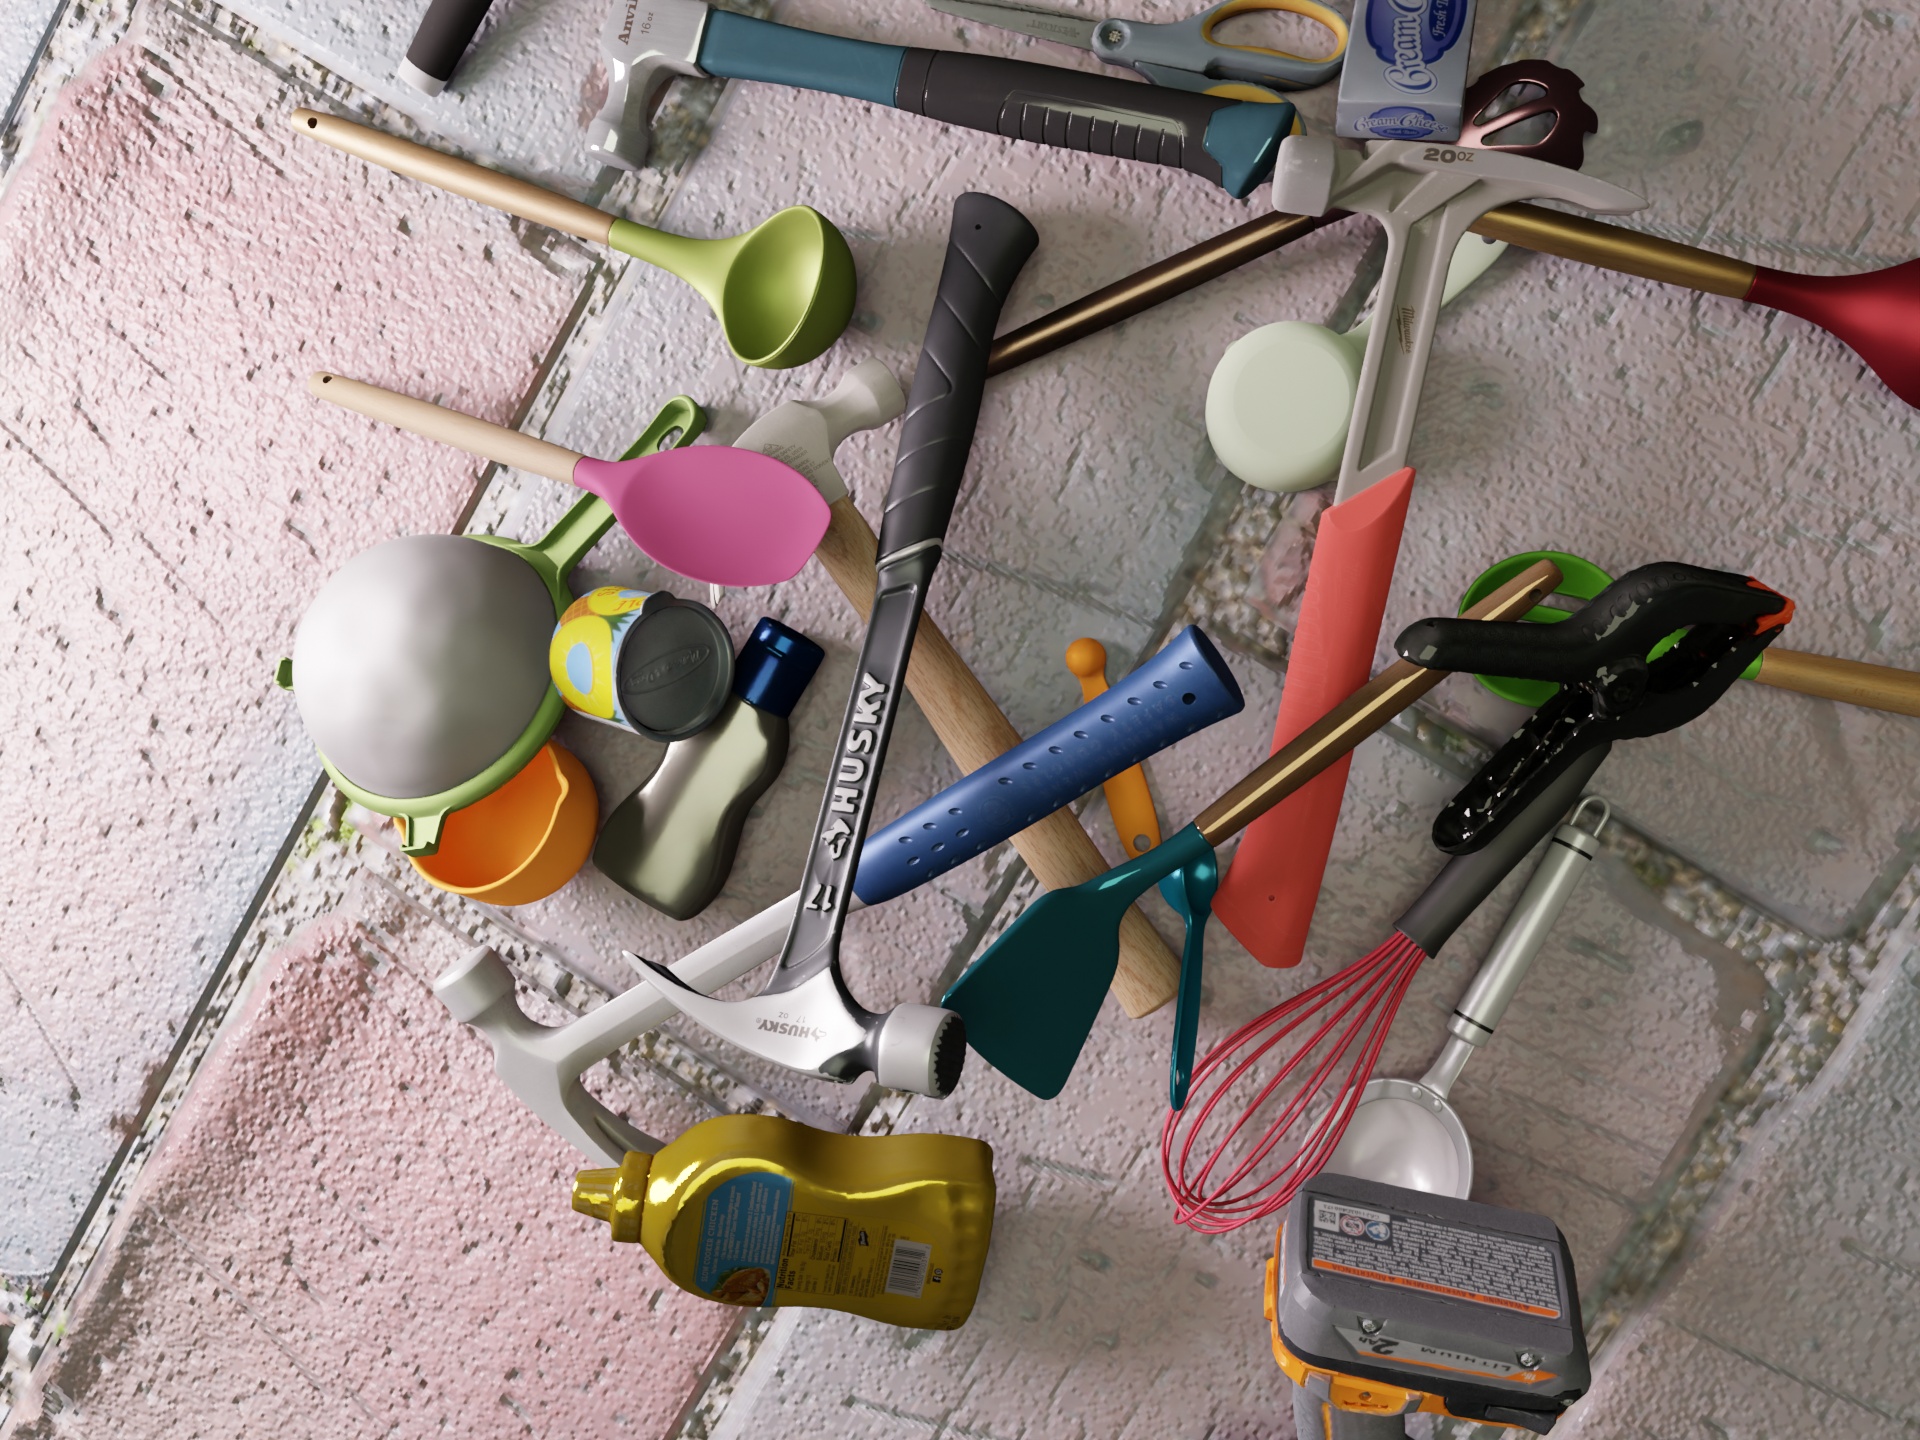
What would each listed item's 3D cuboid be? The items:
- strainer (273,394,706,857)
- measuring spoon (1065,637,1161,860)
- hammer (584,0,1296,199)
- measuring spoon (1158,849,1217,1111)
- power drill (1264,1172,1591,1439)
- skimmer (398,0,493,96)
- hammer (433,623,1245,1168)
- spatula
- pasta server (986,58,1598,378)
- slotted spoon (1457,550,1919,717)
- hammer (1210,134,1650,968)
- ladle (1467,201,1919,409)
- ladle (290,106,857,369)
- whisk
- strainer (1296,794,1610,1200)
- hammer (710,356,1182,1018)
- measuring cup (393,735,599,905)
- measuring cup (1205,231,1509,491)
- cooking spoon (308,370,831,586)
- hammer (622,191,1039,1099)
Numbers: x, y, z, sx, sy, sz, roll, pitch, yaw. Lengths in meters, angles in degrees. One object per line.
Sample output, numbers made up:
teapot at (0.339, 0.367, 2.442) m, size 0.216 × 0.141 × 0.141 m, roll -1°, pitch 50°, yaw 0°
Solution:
strainer at (-0.225, -0.071, 0.757) m, size 0.256 × 0.069 × 0.152 m, roll -46°, pitch 62°, yaw -1°
measuring spoon at (0.074, 0.017, 0.756) m, size 0.021 × 0.011 × 0.117 m, roll -17°, pitch 90°, yaw 10°
hammer at (-0.013, -0.293, 0.736) m, size 0.331 × 0.033 × 0.128 m, roll 16°, pitch 96°, yaw 13°
measuring spoon at (0.097, 0.113, 0.728) m, size 0.021 × 0.042 × 0.129 m, roll -3°, pitch 70°, yaw 31°
power drill at (0.194, 0.308, 0.681) m, size 0.164 × 0.084 × 0.226 m, roll 10°, pitch 123°, yaw 8°
skimmer at (-0.158, -0.459, 0.768) m, size 0.127 × 0.090 × 0.363 m, roll 39°, pitch 108°, yaw 3°
hammer at (-0.052, 0.083, 0.724) m, size 0.405 × 0.035 × 0.144 m, roll -31°, pitch 102°, yaw 19°
spatula at (0.129, 0.040, 0.681) m, size 0.317 × 0.044 × 0.082 m, roll -39°, pitch 119°, yaw 10°
pasta server at (0.135, -0.219, 0.730) m, size 0.316 × 0.040 × 0.060 m, roll -22°, pitch 89°, yaw 14°
slotted spoon at (0.374, -0.018, 0.696) m, size 0.314 × 0.031 × 0.070 m, roll 11°, pitch 95°, yaw 7°
hammer at (0.180, -0.062, 0.696) m, size 0.149 × 0.037 × 0.359 m, roll 10°, pitch 103°, yaw 4°
ladle at (0.312, -0.196, 0.681) m, size 0.315 × 0.031 × 0.069 m, roll 16°, pitch 98°, yaw 4°
ladle at (-0.195, -0.248, 0.770) m, size 0.320 × 0.062 × 0.078 m, roll 22°, pitch 96°, yaw 11°
whisk at (0.191, 0.114, 0.718) m, size 0.073 × 0.073 × 0.296 m, roll 41°, pitch 93°, yaw 6°
strainer at (0.229, 0.148, 0.721) m, size 0.087 × 0.050 × 0.258 m, roll 31°, pitch 93°, yaw 51°
hammer at (-0.001, -0.002, 0.745) m, size 0.130 × 0.031 × 0.331 m, roll -35°, pitch 91°, yaw -15°
measuring cup at (-0.225, 0.009, 0.795) m, size 0.095 × 0.052 × 0.174 m, roll -11°, pitch 66°, yaw 14°
measuring cup at (0.183, -0.172, 0.715) m, size 0.167 × 0.038 × 0.083 m, roll -40°, pitch 86°, yaw 11°
cooking spoon at (-0.196, -0.123, 0.749) m, size 0.319 × 0.017 × 0.069 m, roll 21°, pitch 69°, yaw 25°
hammer at (-0.031, -0.052, 0.691) m, size 0.149 × 0.036 × 0.409 m, roll 5°, pitch 72°, yaw 23°
